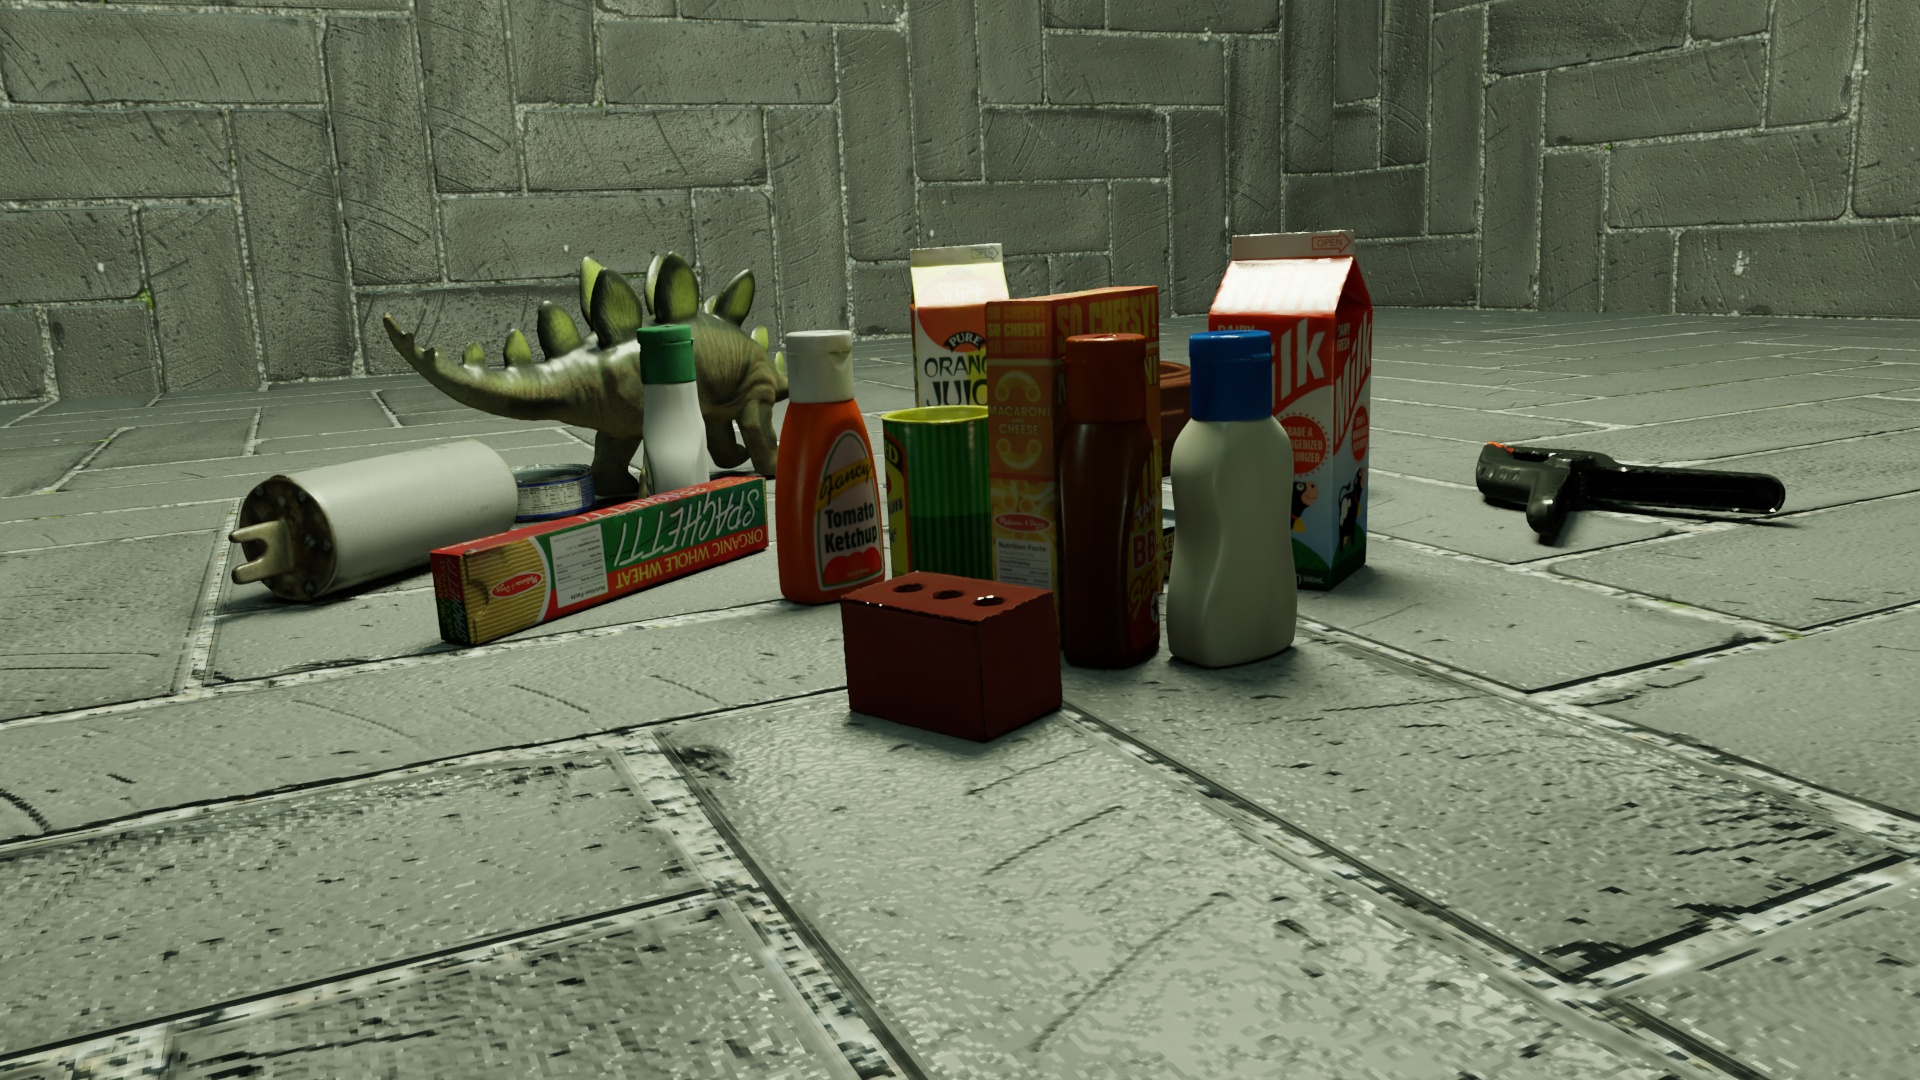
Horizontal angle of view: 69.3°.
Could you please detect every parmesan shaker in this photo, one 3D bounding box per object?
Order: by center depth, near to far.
[{"bbox_3d":[-0.008,-0.019,0.764,0.071,0.102,0.071,-3,11,1],"label":"parmesan shaker"}]

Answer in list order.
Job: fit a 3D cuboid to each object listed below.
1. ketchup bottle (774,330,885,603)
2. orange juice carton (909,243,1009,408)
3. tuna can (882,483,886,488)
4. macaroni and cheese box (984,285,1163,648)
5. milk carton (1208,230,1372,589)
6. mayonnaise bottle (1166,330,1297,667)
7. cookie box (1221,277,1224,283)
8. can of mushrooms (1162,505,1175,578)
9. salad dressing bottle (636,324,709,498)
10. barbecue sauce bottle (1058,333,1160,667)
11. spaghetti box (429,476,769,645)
[{"bbox_3d":[-0.076,-0.042,0.780,0.043,0.148,0.065,8,15,43],"label":"ketchup bottle"},{"bbox_3d":[0.001,-0.127,1.058,0.072,0.192,0.073,-4,11,-5],"label":"orange juice carton"},{"bbox_3d":[-0.018,-0.026,0.969,0.071,0.032,0.071,-3,12,1],"label":"tuna can"},{"bbox_3d":[0.060,-0.042,0.704,0.040,0.166,0.124,4,13,32],"label":"macaroni and cheese box"},{"bbox_3d":[0.184,-0.074,0.773,0.072,0.190,0.074,4,13,31],"label":"milk carton"},{"bbox_3d":[0.123,-0.020,0.631,0.065,0.147,0.041,-11,14,-34],"label":"mayonnaise bottle"},{"bbox_3d":[0.187,-0.087,0.886,0.040,0.167,0.123,0,12,11],"label":"cookie box"},{"bbox_3d":[0.103,0.001,0.812,0.071,0.033,0.071,-3,12,1],"label":"can of mushrooms"},{"bbox_3d":[-0.197,-0.073,0.954,0.044,0.147,0.064,-4,11,-6],"label":"salad dressing bottle"},{"bbox_3d":[0.068,-0.020,0.642,0.043,0.148,0.065,2,12,21],"label":"barbecue sauce bottle"},{"bbox_3d":[-0.200,0.005,0.819,0.028,0.050,0.251,4,14,30],"label":"spaghetti box"}]
